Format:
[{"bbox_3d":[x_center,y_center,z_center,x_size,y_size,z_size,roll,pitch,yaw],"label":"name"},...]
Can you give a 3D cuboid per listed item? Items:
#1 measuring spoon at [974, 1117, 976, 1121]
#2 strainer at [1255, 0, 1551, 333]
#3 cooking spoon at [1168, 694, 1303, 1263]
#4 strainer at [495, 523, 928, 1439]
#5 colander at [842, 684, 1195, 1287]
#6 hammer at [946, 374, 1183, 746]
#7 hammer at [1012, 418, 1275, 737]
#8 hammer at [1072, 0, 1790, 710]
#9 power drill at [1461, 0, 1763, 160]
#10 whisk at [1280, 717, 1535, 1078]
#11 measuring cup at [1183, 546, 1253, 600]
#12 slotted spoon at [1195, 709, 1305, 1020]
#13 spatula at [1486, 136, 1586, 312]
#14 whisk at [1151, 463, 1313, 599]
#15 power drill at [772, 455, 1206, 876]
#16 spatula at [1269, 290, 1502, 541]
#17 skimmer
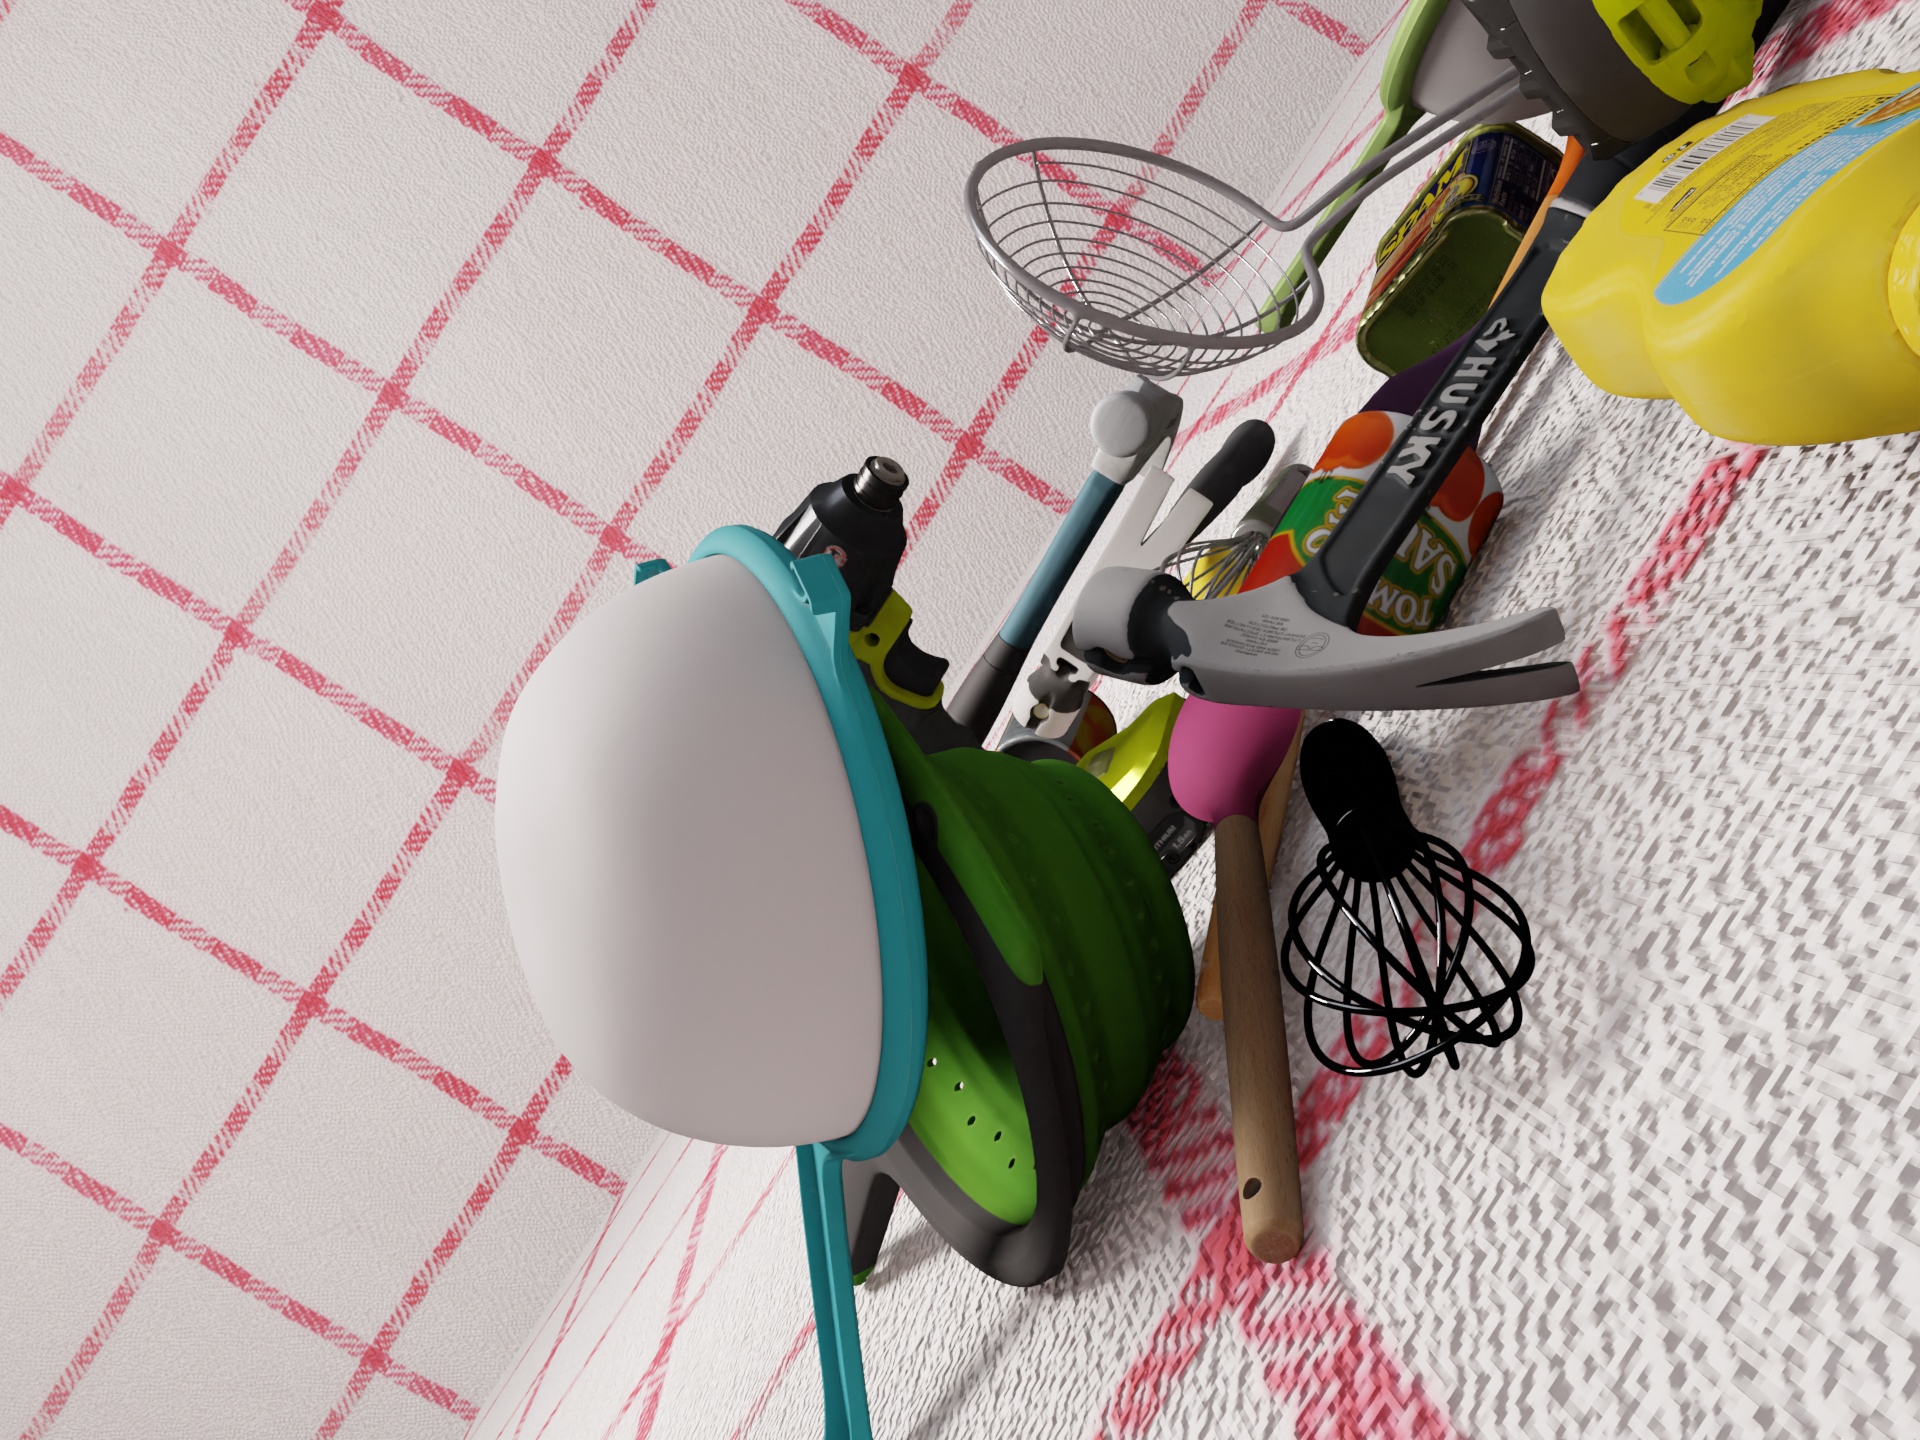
[{"bbox_3d":[0.023,0.153,0.734,0.128,0.021,0.042,-30,-37,-80],"label":"measuring spoon"},{"bbox_3d":[0.217,-0.256,0.662,0.151,0.069,0.256,-31,-22,-56],"label":"strainer"},{"bbox_3d":[0.091,0.050,0.515,0.068,0.017,0.319,-42,16,24],"label":"cooking spoon"},{"bbox_3d":[-0.088,0.110,0.519,0.211,0.095,0.340,11,109,64],"label":"strainer"},{"bbox_3d":[0.002,0.127,0.612,0.094,0.205,0.396,-21,-30,-24],"label":"colander"},{"bbox_3d":[0.022,-0.032,0.835,0.331,0.033,0.128,-60,-7,24],"label":"hammer"},{"bbox_3d":[0.128,-0.116,0.904,0.146,0.035,0.335,-61,-8,34],"label":"hammer"},{"bbox_3d":[0.203,-0.154,0.529,0.149,0.036,0.409,14,57,44],"label":"hammer"},{"bbox_3d":[0.245,-0.258,0.388,0.228,0.080,0.191,-22,41,48],"label":"power drill"},{"bbox_3d":[0.110,0.036,0.434,0.055,0.055,0.239,-56,0,16],"label":"whisk"},{"bbox_3d":[0.146,-0.074,0.860,0.062,0.029,0.156,-57,3,-2],"label":"measuring cup"},{"bbox_3d":[0.127,-0.003,0.624,0.070,0.031,0.314,-61,2,42],"label":"slotted spoon"},{"bbox_3d":[0.248,-0.189,0.659,0.323,0.041,0.081,-62,6,-11],"label":"spatula"},{"bbox_3d":[0.141,-0.084,0.772,0.059,0.058,0.246,-51,-3,33],"label":"whisk"},{"bbox_3d":[-0.001,-0.002,0.709,0.171,0.223,0.080,-54,6,35],"label":"power drill"},{"bbox_3d":[0.229,-0.174,0.621,0.316,0.059,0.018,-52,20,-5],"label":"spatula"},{"bbox_3d":[0.175,-0.231,0.531,0.363,0.127,0.090,-31,-36,7],"label":"skimmer"}]
